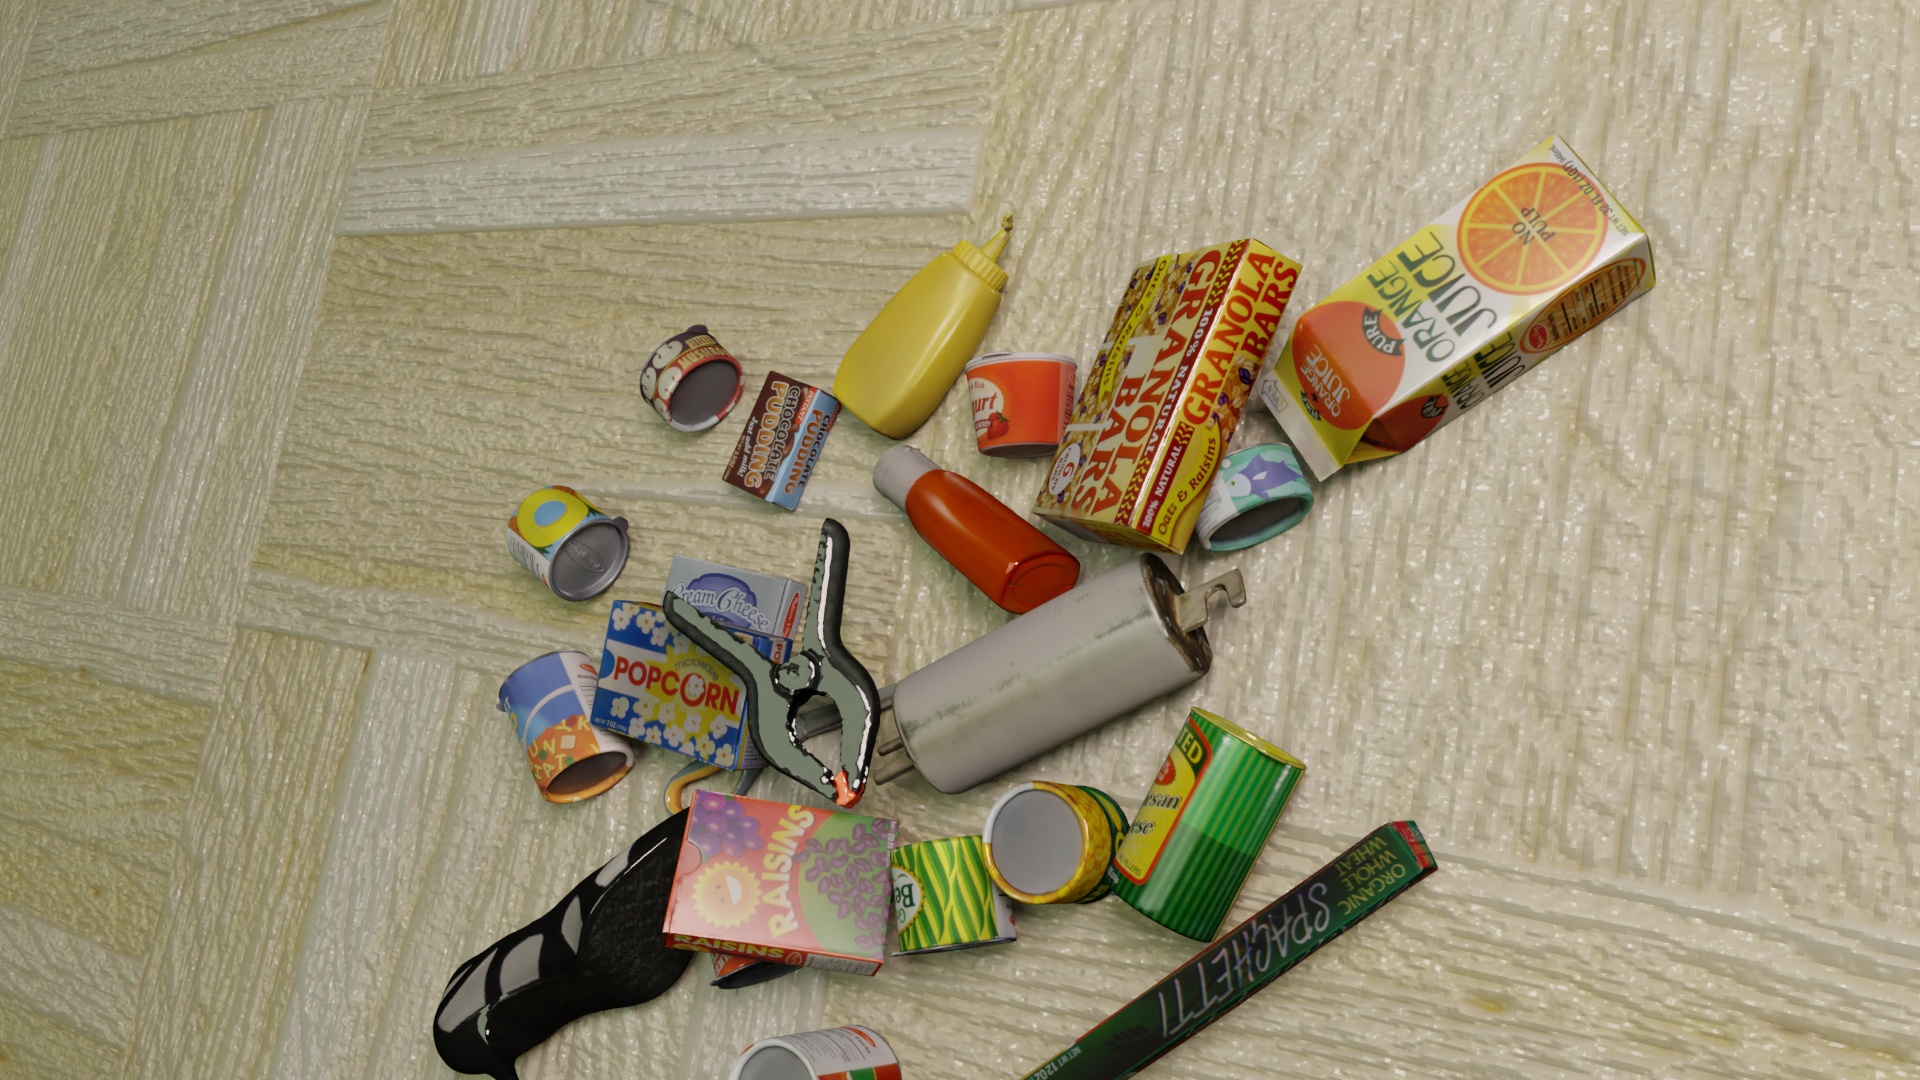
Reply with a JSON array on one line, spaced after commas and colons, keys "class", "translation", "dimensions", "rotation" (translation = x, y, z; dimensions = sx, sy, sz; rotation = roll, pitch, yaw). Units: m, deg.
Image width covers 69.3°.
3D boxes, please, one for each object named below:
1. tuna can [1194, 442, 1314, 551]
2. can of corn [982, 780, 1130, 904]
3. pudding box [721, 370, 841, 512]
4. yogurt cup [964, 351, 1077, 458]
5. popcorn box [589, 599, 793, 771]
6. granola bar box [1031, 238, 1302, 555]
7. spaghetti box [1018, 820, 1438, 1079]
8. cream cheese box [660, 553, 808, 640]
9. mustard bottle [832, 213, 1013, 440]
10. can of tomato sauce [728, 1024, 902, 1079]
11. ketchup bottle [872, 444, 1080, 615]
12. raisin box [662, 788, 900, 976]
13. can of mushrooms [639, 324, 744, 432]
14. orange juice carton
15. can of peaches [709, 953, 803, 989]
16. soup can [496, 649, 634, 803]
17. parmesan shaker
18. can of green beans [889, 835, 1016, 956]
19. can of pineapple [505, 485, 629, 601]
[{"class": "tuna can", "translation": [0.157, -0.023, 0.752], "dimensions": [0.071, 0.071, 0.033], "rotation": [-28, 67, 21]}, {"class": "can of corn", "translation": [0.055, 0.168, 0.762], "dimensions": [0.071, 0.058, 0.071], "rotation": [-8, 74, 28]}, {"class": "pudding box", "translation": [-0.120, -0.067, 0.937], "dimensions": [0.050, 0.030, 0.083], "rotation": [24, 90, 31]}, {"class": "yogurt cup", "translation": [0.037, -0.080, 0.834], "dimensions": [0.072, 0.072, 0.054], "rotation": [-5, 83, 28]}, {"class": "popcorn box", "translation": [-0.174, 0.092, 0.896], "dimensions": [0.127, 0.038, 0.085], "rotation": [11, 90, 30]}, {"class": "granola bar box", "translation": [0.109, -0.079, 0.763], "dimensions": [0.165, 0.039, 0.124], "rotation": [-67, 21, -5]}, {"class": "spaghetti box", "translation": [0.132, 0.224, 0.709], "dimensions": [0.249, 0.050, 0.029], "rotation": [-40, 64, 15]}, {"class": "cream cheese box", "translation": [-0.155, 0.044, 0.931], "dimensions": [0.104, 0.024, 0.053], "rotation": [11, 83, 31]}, {"class": "mustard bottle", "translation": [-0.013, -0.140, 0.886], "dimensions": [0.160, 0.049, 0.065], "rotation": [-51, 60, 8]}, {"class": "can of tomato sauce", "translation": [-0.083, 0.314, 0.787], "dimensions": [0.071, 0.083, 0.071], "rotation": [-8, 73, 28]}, {"class": "ketchup bottle", "translation": [0.003, -0.011, 0.837], "dimensions": [0.149, 0.065, 0.043], "rotation": [39, 115, 40]}, {"class": "raisin box", "translation": [-0.102, 0.198, 0.802], "dimensions": [0.123, 0.040, 0.086], "rotation": [11, 59, -7]}, {"class": "can of mushrooms", "translation": [-0.185, -0.111, 0.963], "dimensions": [0.033, 0.071, 0.071], "rotation": [44, 100, 29]}, {"class": "orange juice carton", "translation": [0.248, -0.111, 0.717], "dimensions": [0.192, 0.073, 0.072], "rotation": [-36, 63, 18]}, {"class": "can of peaches", "translation": [-0.124, 0.231, 0.839], "dimensions": [0.071, 0.071, 0.058], "rotation": [-30, 64, 20]}, {"class": "soup can", "translation": [-0.271, 0.129, 0.949], "dimensions": [0.071, 0.071, 0.084], "rotation": [-41, 62, 15]}, {"class": "parmesan shaker", "translation": [0.126, 0.147, 0.719], "dimensions": [0.071, 0.071, 0.103], "rotation": [28, 92, 32]}, {"class": "can of green beans", "translation": [-0.005, 0.200, 0.782], "dimensions": [0.071, 0.071, 0.058], "rotation": [-17, 70, 25]}, {"class": "can of pineapple", "translation": [-0.278, 0.000, 0.989], "dimensions": [0.058, 0.071, 0.071], "rotation": [32, 94, 32]}]
